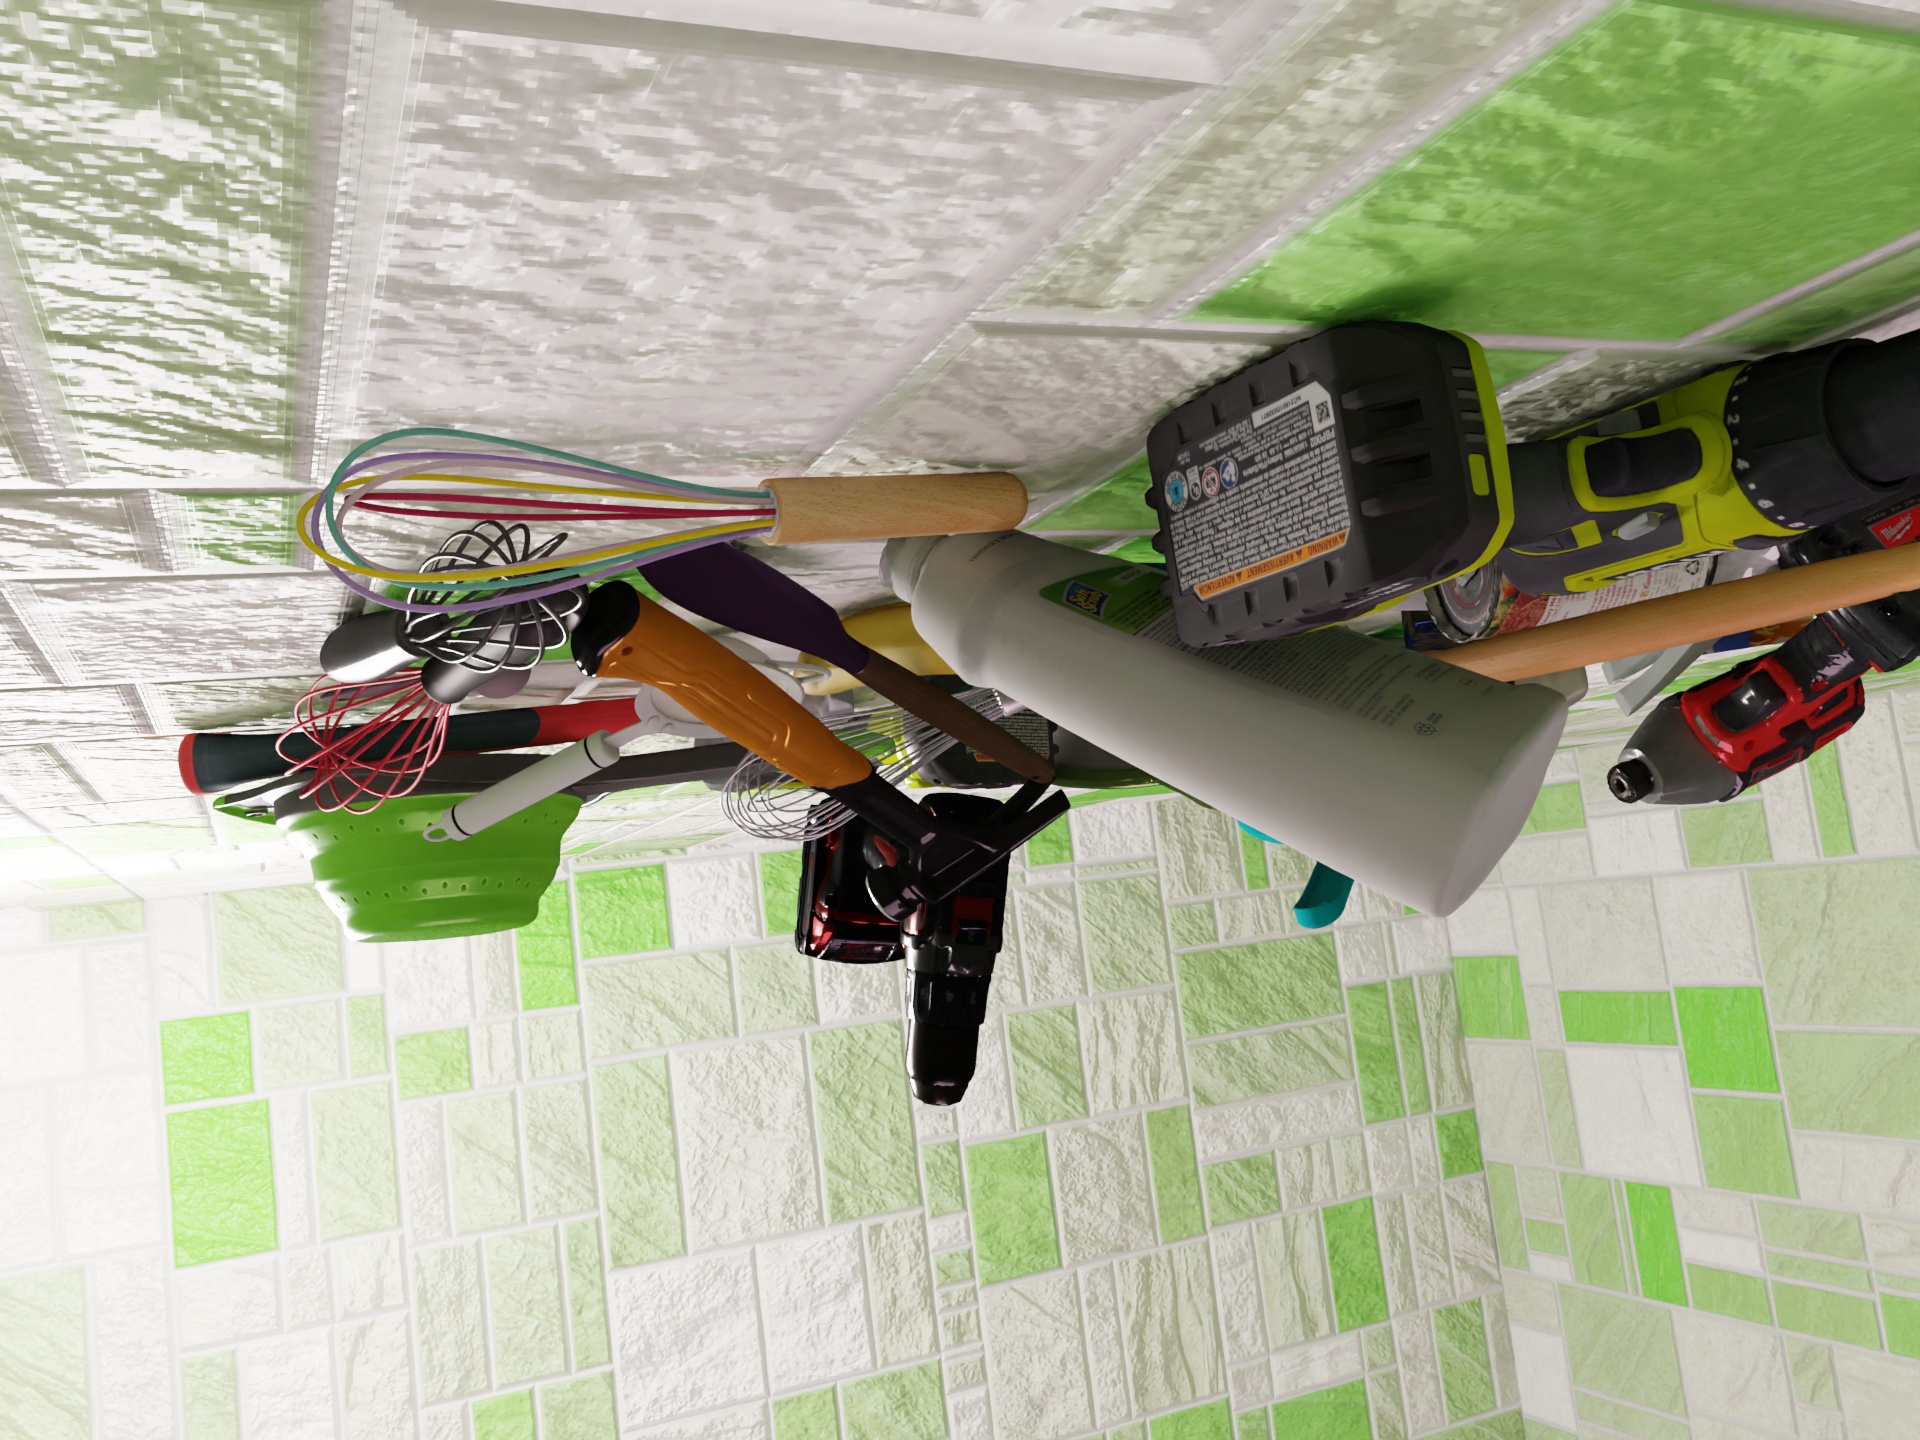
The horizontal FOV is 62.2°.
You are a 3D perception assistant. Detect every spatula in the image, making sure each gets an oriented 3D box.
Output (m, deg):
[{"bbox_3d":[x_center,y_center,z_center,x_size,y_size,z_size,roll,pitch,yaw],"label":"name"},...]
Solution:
[{"bbox_3d":[0.187,-0.029,0.591,0.081,0.041,0.322,-8,176,-40],"label":"spatula"},{"bbox_3d":[-0.036,-0.020,0.743,0.060,0.018,0.315,-9,157,30],"label":"spatula"}]

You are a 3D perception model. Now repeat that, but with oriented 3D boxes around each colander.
[{"bbox_3d":[-0.232,0.072,0.955,0.397,0.094,0.204,-7,171,0],"label":"colander"}]

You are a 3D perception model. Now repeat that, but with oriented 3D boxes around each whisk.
[{"bbox_3d":[-0.002,-0.004,0.891,0.284,0.070,0.070,-23,173,0],"label":"whisk"},{"bbox_3d":[-0.083,-0.069,0.508,0.245,0.051,0.047,-8,-164,-33],"label":"whisk"},{"bbox_3d":[-0.246,-0.013,0.734,0.073,0.073,0.296,-1,165,-41],"label":"whisk"},{"bbox_3d":[-0.206,-0.038,0.613,0.055,0.055,0.239,-2,177,-37],"label":"whisk"}]

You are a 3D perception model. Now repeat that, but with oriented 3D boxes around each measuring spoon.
[{"bbox_3d":[-0.282,-0.014,0.835,0.124,0.018,0.034,-8,174,15],"label":"measuring spoon"}]

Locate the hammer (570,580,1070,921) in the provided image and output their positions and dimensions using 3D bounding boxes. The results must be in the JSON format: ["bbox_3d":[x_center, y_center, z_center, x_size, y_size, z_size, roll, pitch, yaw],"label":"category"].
[{"bbox_3d":[-0.066,0.014,0.790,0.127,0.034,0.336,-35,145,12],"label":"hammer"}]

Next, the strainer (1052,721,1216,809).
[{"bbox_3d":[0.130,0.006,1.067,0.151,0.069,0.256,-8,-171,-10],"label":"strainer"}]

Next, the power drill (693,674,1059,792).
[{"bbox_3d":[-0.049,0.014,1.099,0.223,0.080,0.171,-7,174,40],"label":"power drill"}]

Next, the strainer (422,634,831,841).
[{"bbox_3d":[-0.183,0.009,0.835,0.258,0.050,0.086,-26,151,16],"label":"strainer"}]

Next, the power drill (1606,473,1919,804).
[{"bbox_3d":[0.404,-0.029,0.760,0.143,0.079,0.219,-23,156,-14],"label":"power drill"}]

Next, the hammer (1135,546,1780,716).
[{"bbox_3d":[0.197,-0.055,0.751,0.405,0.035,0.144,-1,143,-15],"label":"hammer"}]

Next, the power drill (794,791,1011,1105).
[{"bbox_3d":[-0.037,0.137,1.038,0.080,0.188,0.227,6,178,-23],"label":"power drill"}]

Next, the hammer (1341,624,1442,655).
[{"bbox_3d":[0.358,-0.055,0.982,0.331,0.031,0.130,-13,-165,7],"label":"hammer"}]

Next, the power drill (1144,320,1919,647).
[{"bbox_3d":[0.195,-0.081,0.513,0.228,0.080,0.190,-7,175,-26],"label":"power drill"}]

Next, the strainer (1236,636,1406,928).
[{"bbox_3d":[0.255,0.021,1.054,0.211,0.095,0.340,-15,-165,28],"label":"strainer"}]

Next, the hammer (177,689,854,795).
[{"bbox_3d":[-0.255,0.002,0.924,0.386,0.038,0.143,-6,172,-6],"label":"hammer"}]
